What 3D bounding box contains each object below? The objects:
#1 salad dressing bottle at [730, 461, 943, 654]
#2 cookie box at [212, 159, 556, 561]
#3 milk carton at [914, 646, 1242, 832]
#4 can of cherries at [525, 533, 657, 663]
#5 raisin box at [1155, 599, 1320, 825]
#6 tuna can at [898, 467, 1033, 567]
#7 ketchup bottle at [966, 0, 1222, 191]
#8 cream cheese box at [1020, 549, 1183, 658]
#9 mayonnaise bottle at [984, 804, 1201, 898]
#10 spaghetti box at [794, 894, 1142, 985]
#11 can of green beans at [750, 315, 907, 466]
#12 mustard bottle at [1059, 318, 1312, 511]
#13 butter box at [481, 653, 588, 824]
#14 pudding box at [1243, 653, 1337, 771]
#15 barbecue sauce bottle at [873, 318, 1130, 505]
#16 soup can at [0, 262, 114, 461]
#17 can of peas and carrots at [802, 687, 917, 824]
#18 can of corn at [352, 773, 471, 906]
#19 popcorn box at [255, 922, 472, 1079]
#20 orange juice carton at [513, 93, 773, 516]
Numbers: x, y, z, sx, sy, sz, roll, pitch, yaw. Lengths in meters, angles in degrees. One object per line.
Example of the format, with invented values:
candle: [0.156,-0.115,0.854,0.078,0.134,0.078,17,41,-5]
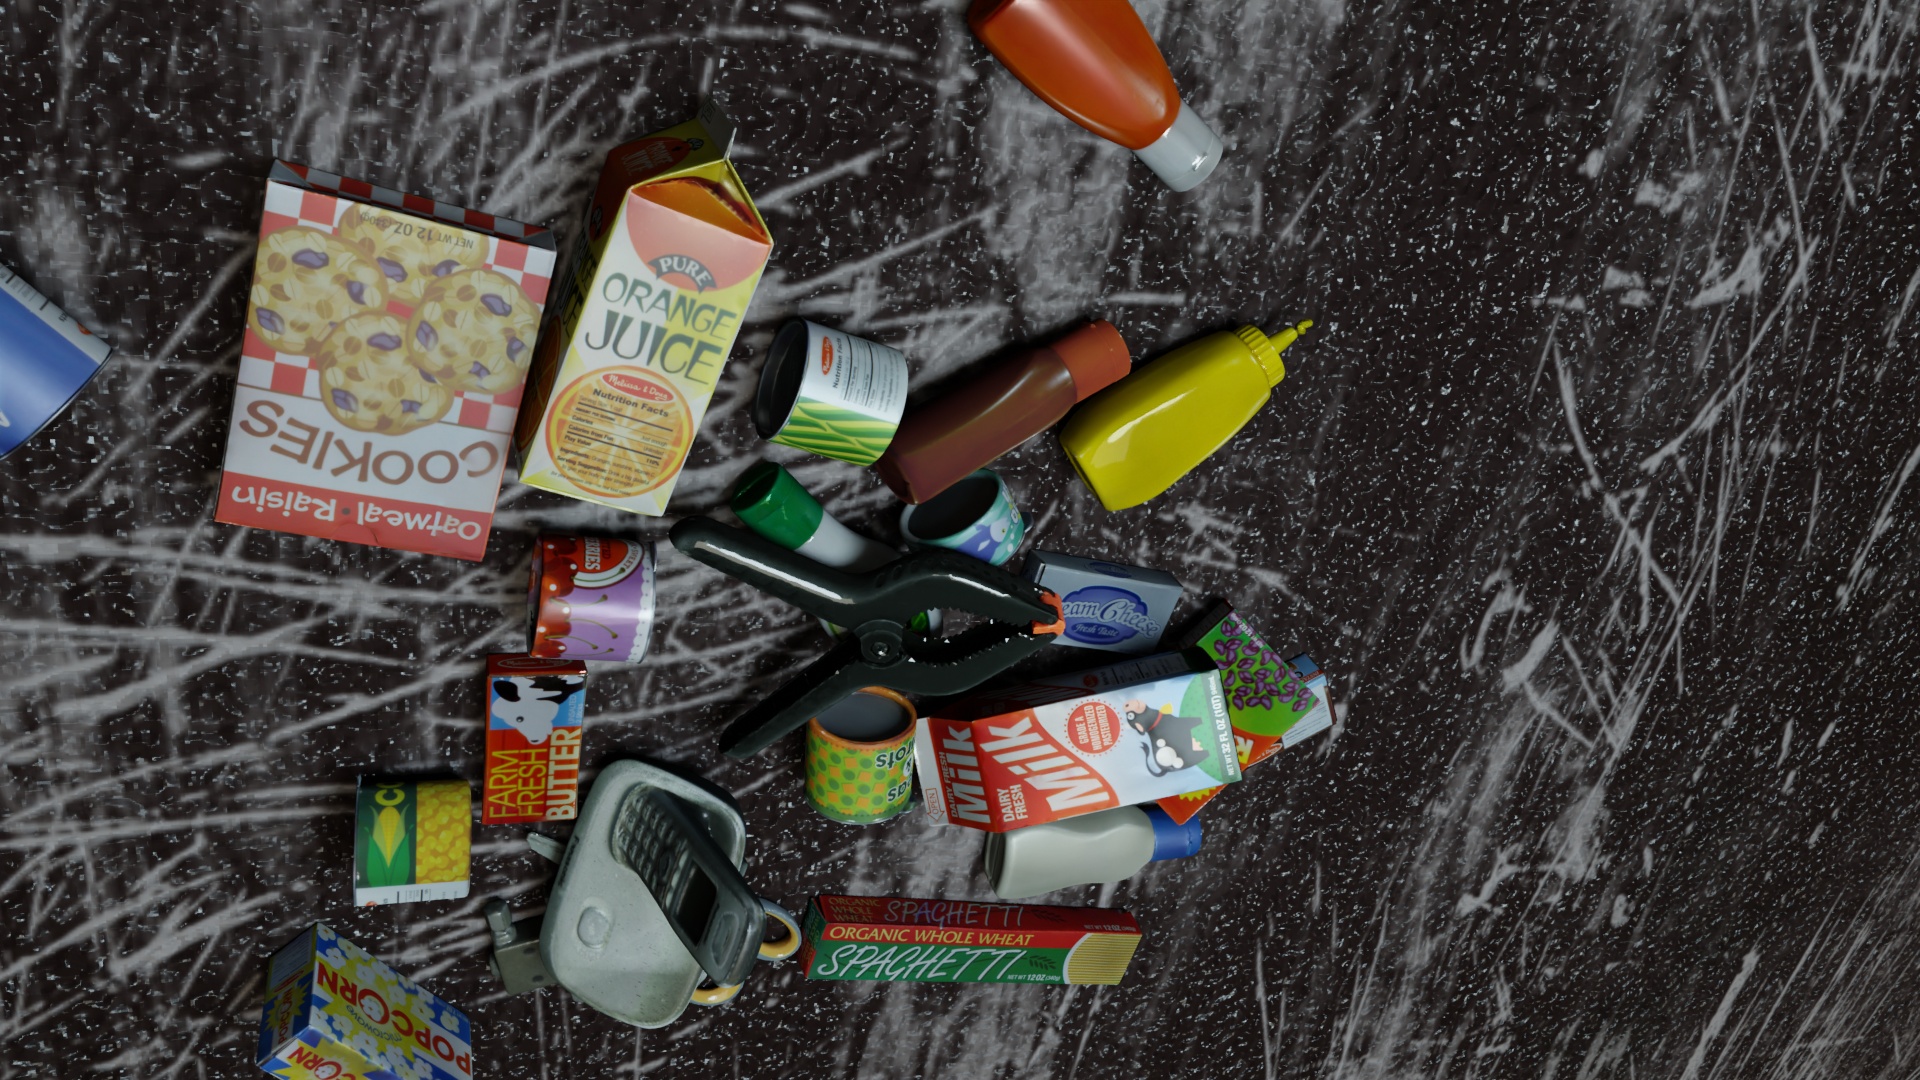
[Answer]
salad dressing bottle: [-0.069,0.016,0.783,0.064,0.044,0.147,-36,124,11]
cookie box: [-0.272,-0.078,0.657,0.123,0.040,0.166,11,113,-25]
milk carton: [0.067,0.124,0.851,0.191,0.073,0.072,-12,96,2]
can of cherries: [-0.194,0.028,0.729,0.058,0.072,0.071,6,115,-22]
raisin box: [0.158,0.111,0.906,0.123,0.040,0.086,-43,94,5]
tuna can: [0.003,-0.010,0.783,0.071,0.071,0.032,-30,123,-3]
ketchup bottle: [0.075,-0.235,0.702,0.148,0.044,0.064,35,102,-32]
cream cheese box: [0.083,0.040,0.867,0.104,0.024,0.053,10,113,-25]
mayonnaise bottle: [0.092,0.207,0.952,0.148,0.041,0.064,-2,120,-21]
spaghetti box: [0.010,0.280,0.967,0.250,0.029,0.050,10,113,-25]
can of green beans: [-0.067,-0.076,0.721,0.058,0.071,0.071,15,111,-27]
mustard bottle: [0.137,-0.082,0.806,0.160,0.049,0.065,-33,124,-2]
butter box: [-0.241,0.112,0.782,0.053,0.024,0.103,1,117,-22]
pudding box: [0.213,0.119,0.956,0.084,0.030,0.049,-26,124,-6]
barbecue sauce bottle: [0.023,-0.074,0.762,0.149,0.065,0.043,-30,116,-14]
soup can: [-0.418,-0.083,0.582,0.071,0.071,0.083,-40,123,4]
can of peas and carrots: [-0.058,0.128,0.833,0.071,0.071,0.058,-4,118,-19]
can of corn: [-0.301,0.163,0.764,0.058,0.071,0.070,1,117,-22]
popcorn box: [-0.340,0.290,0.805,0.038,0.085,0.126,-39,123,2]
orange juice carton: [-0.148,-0.116,0.665,0.073,0.072,0.192,16,111,-27]
